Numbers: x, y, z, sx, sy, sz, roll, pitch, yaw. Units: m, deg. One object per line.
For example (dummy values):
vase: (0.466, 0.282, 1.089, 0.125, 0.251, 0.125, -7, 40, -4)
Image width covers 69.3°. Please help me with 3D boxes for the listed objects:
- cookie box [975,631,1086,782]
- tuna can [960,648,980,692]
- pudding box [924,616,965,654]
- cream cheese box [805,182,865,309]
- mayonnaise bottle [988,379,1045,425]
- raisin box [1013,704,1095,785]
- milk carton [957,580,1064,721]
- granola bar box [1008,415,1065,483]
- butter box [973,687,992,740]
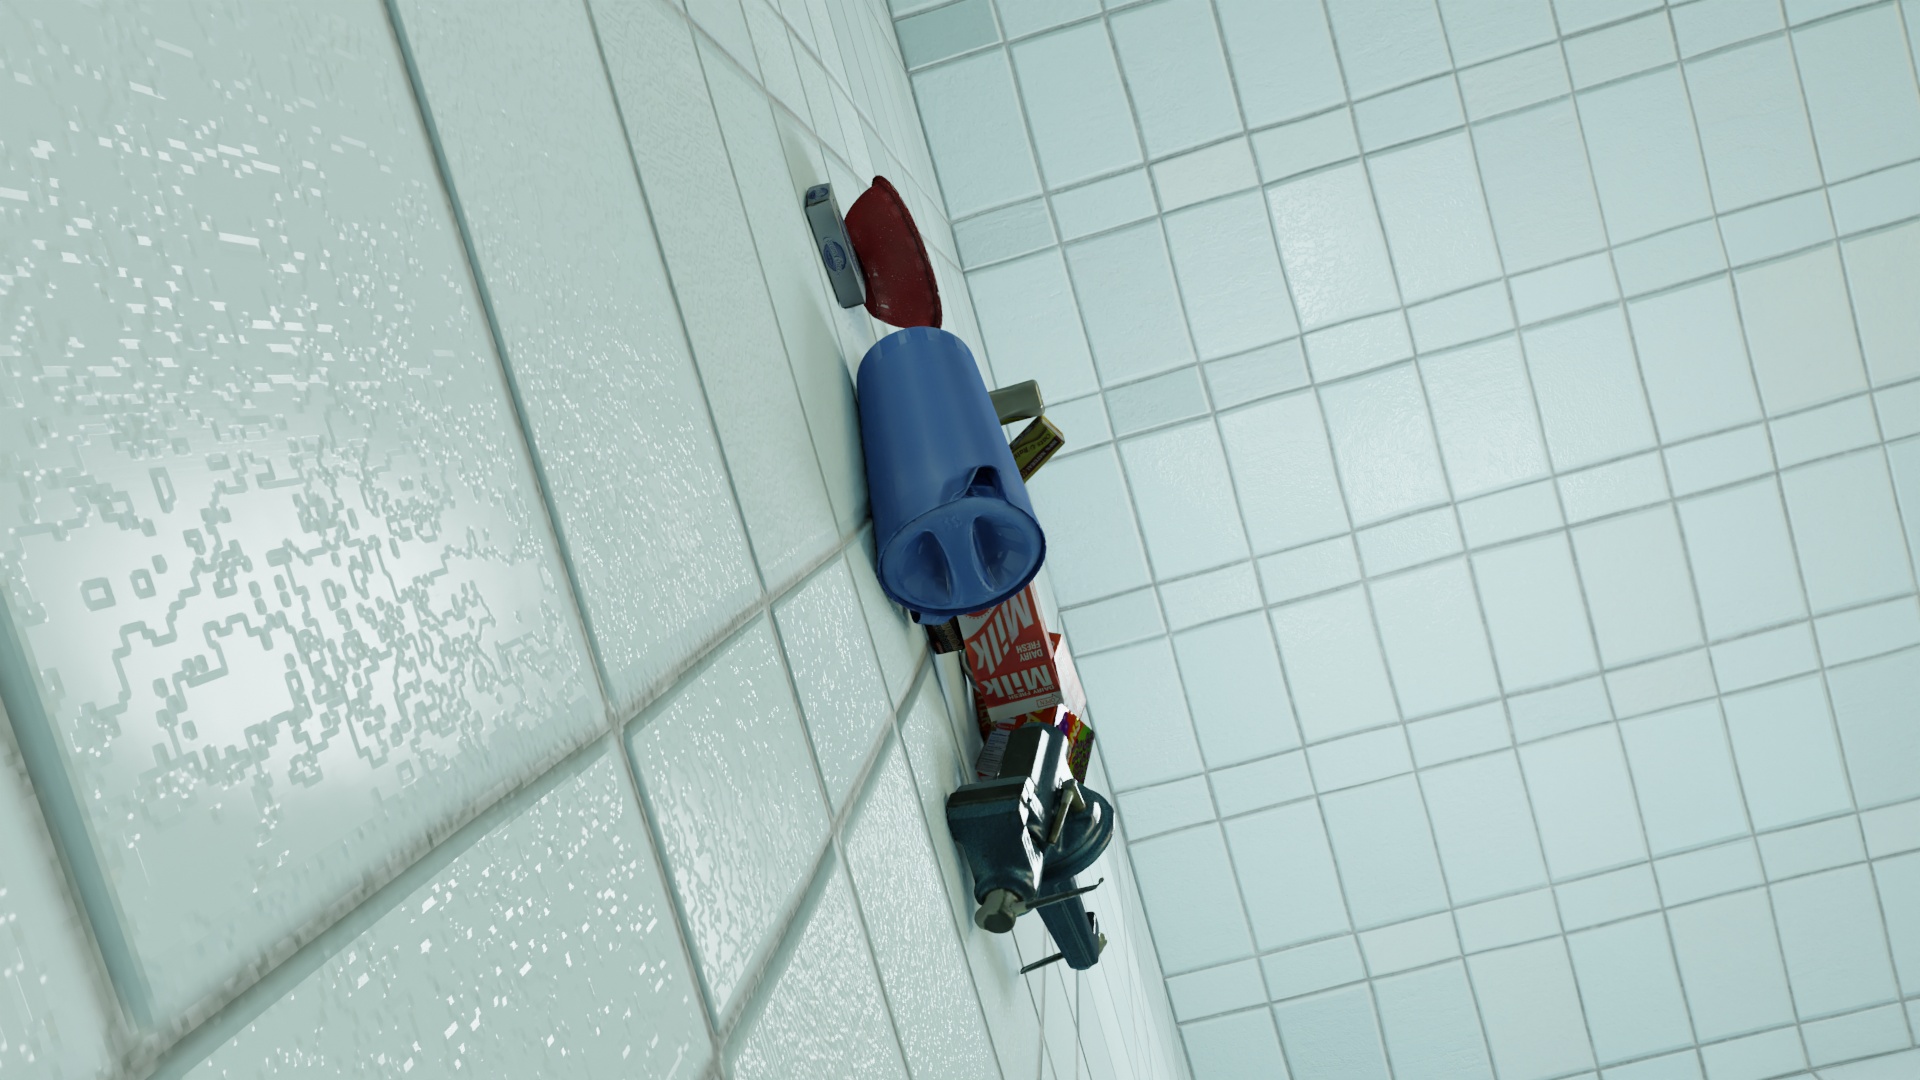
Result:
cookie box: (0.072, 0.191, 1.385, 0.122, 0.040, 0.168, 68, 37, -46)
tuna can: (0.037, 0.121, 1.418, 0.032, 0.071, 0.071, 66, 10, -53)
pudding box: (-0.018, 0.058, 1.279, 0.084, 0.030, 0.049, -98, 171, -51)
cream cheese box: (-0.113, -0.269, 1.265, 0.053, 0.024, 0.103, -98, 171, -58)
mayonnaise bottle: (0.018, -0.139, 1.537, 0.065, 0.148, 0.041, 3, 71, -84)
raisin box: (0.085, 0.204, 1.319, 0.123, 0.040, 0.086, 46, 56, -58)
milk carton: (0.036, 0.063, 1.252, 0.073, 0.072, 0.190, 16, 59, -83)
granola bar box: (0.046, -0.071, 1.572, 0.039, 0.165, 0.124, 44, 8, -4)
butter box: (0.032, 0.173, 1.467, 0.053, 0.024, 0.104, 69, 8, -45)
